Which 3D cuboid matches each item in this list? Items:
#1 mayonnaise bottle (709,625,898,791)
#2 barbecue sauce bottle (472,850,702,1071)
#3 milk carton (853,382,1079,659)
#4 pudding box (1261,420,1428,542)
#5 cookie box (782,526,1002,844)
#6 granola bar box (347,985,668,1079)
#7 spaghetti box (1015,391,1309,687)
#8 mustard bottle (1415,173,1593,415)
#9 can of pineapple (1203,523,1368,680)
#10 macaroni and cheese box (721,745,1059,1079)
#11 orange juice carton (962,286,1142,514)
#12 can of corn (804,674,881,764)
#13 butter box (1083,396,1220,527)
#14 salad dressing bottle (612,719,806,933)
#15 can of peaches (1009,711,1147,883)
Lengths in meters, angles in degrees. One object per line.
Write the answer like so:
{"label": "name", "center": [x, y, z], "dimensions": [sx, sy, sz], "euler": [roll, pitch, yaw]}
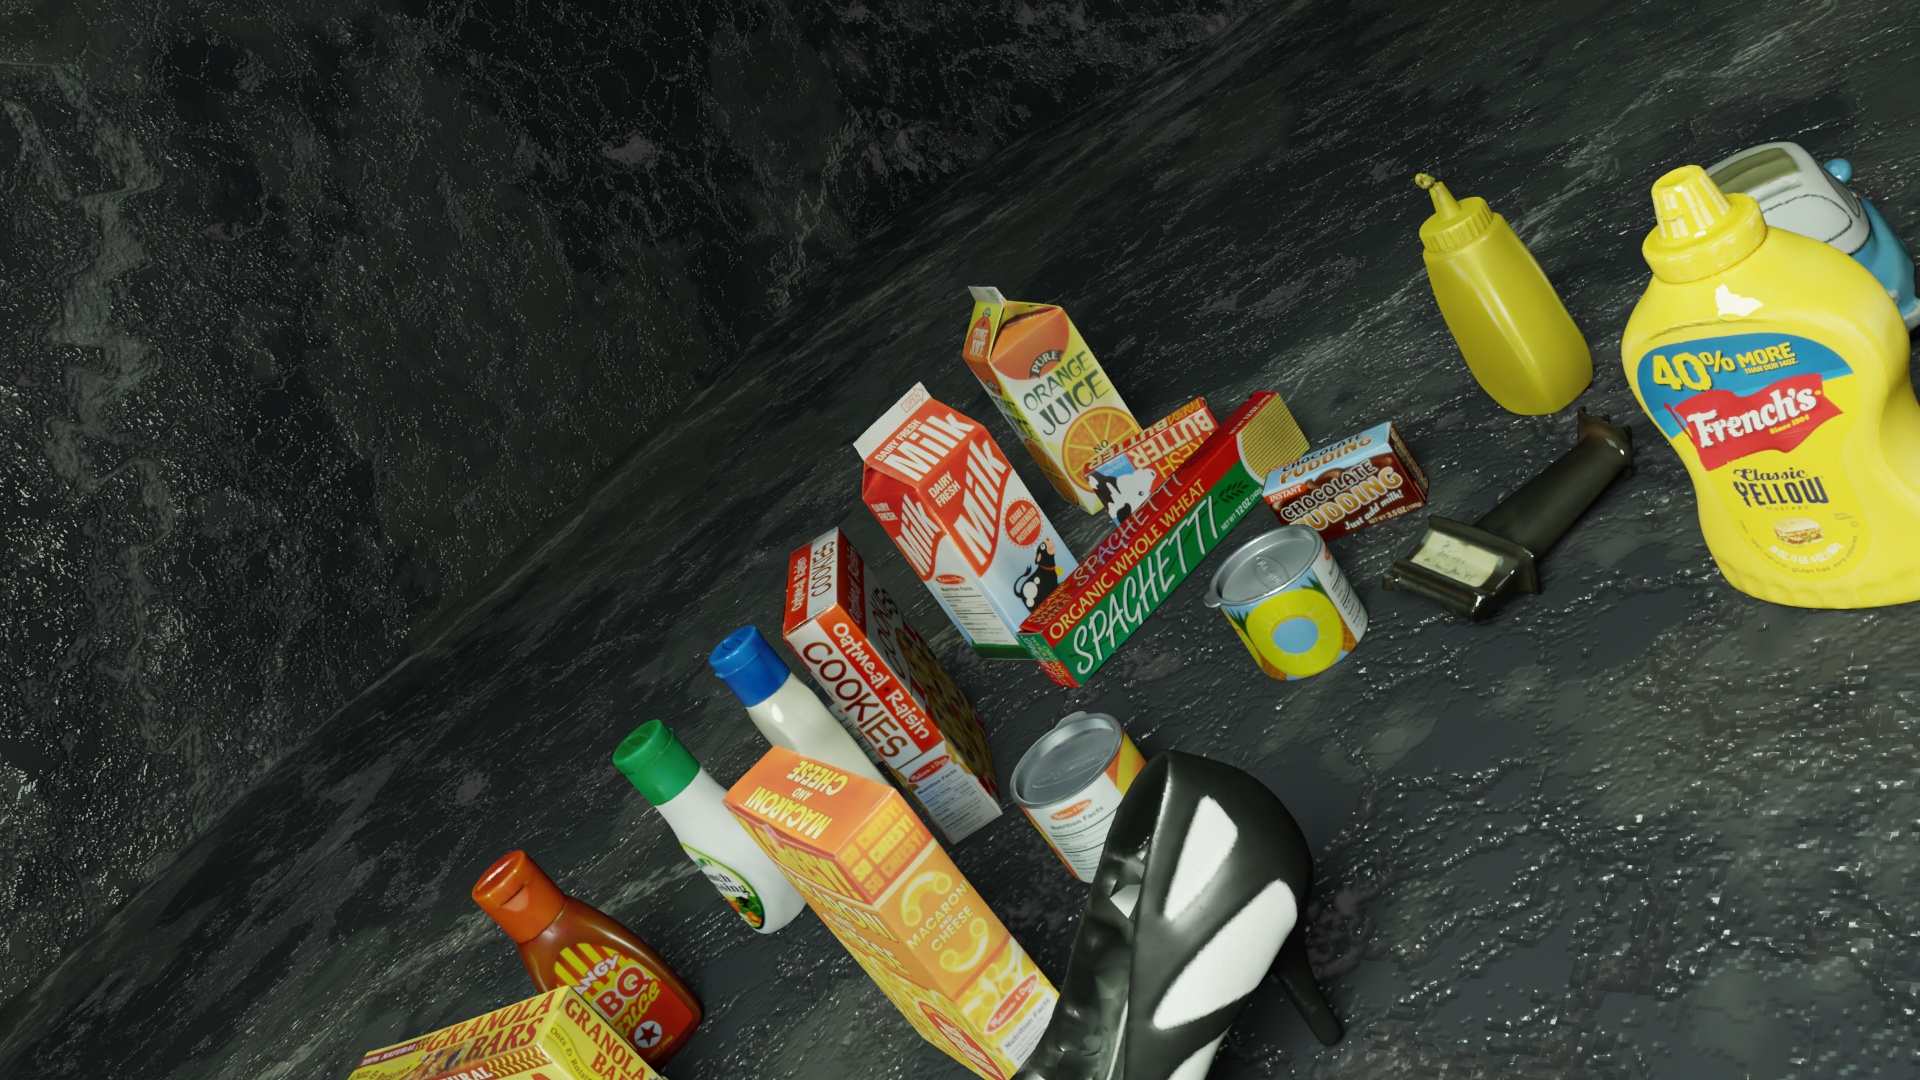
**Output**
{"label": "mayonnaise bottle", "center": [-0.100, 0.119, 0.881], "dimensions": [0.041, 0.147, 0.064], "euler": [-44, 21, -21]}
{"label": "barbecue sauce bottle", "center": [-0.216, 0.241, 0.794], "dimensions": [0.065, 0.148, 0.043], "euler": [-41, 20, -15]}
{"label": "milk carton", "center": [0.003, -0.012, 0.948], "dimensions": [0.072, 0.190, 0.073], "euler": [-47, 22, -28]}
{"label": "pudding box", "center": [0.229, -0.032, 0.830], "dimensions": [0.083, 0.049, 0.030], "euler": [-23, 23, 32]}
{"label": "cookie box", "center": [-0.042, 0.084, 0.837], "dimensions": [0.040, 0.167, 0.123], "euler": [-34, 19, 7]}
{"label": "granola bar box", "center": [-0.221, 0.298, 0.708], "dimensions": [0.165, 0.124, 0.039], "euler": [-25, 22, 28]}
{"label": "spaghetti box", "center": [0.138, -0.004, 0.917], "dimensions": [0.251, 0.050, 0.028], "euler": [-43, 20, -21]}
{"label": "mustard bottle", "center": [0.306, -0.146, 0.800], "dimensions": [0.049, 0.160, 0.065], "euler": [-39, 19, -9]}
{"label": "can of pineapple", "center": [0.177, 0.034, 0.753], "dimensions": [0.071, 0.057, 0.071], "euler": [-31, 20, 13]}
{"label": "macaroni and cheese box", "center": [-0.022, 0.170, 0.607], "dimensions": [0.040, 0.166, 0.123], "euler": [-44, 21, -22]}
{"label": "orange juice carton", "center": [0.069, -0.120, 1.085], "dimensions": [0.073, 0.192, 0.072], "euler": [-38, 19, -6]}
{"label": "can of corn", "center": [-0.075, 0.120, 0.975], "dimensions": [0.071, 0.058, 0.071], "euler": [-31, 20, 13]}
{"label": "butter box", "center": [0.147, -0.057, 1.019], "dimensions": [0.103, 0.053, 0.024], "euler": [-31, 20, 15]}
{"label": "salad dressing bottle", "center": [-0.150, 0.173, 0.842], "dimensions": [0.044, 0.147, 0.064], "euler": [-47, 22, -29]}
{"label": "can of peaches", "center": [0.069, 0.130, 0.711], "dimensions": [0.071, 0.058, 0.071], "euler": [-31, 20, 13]}
